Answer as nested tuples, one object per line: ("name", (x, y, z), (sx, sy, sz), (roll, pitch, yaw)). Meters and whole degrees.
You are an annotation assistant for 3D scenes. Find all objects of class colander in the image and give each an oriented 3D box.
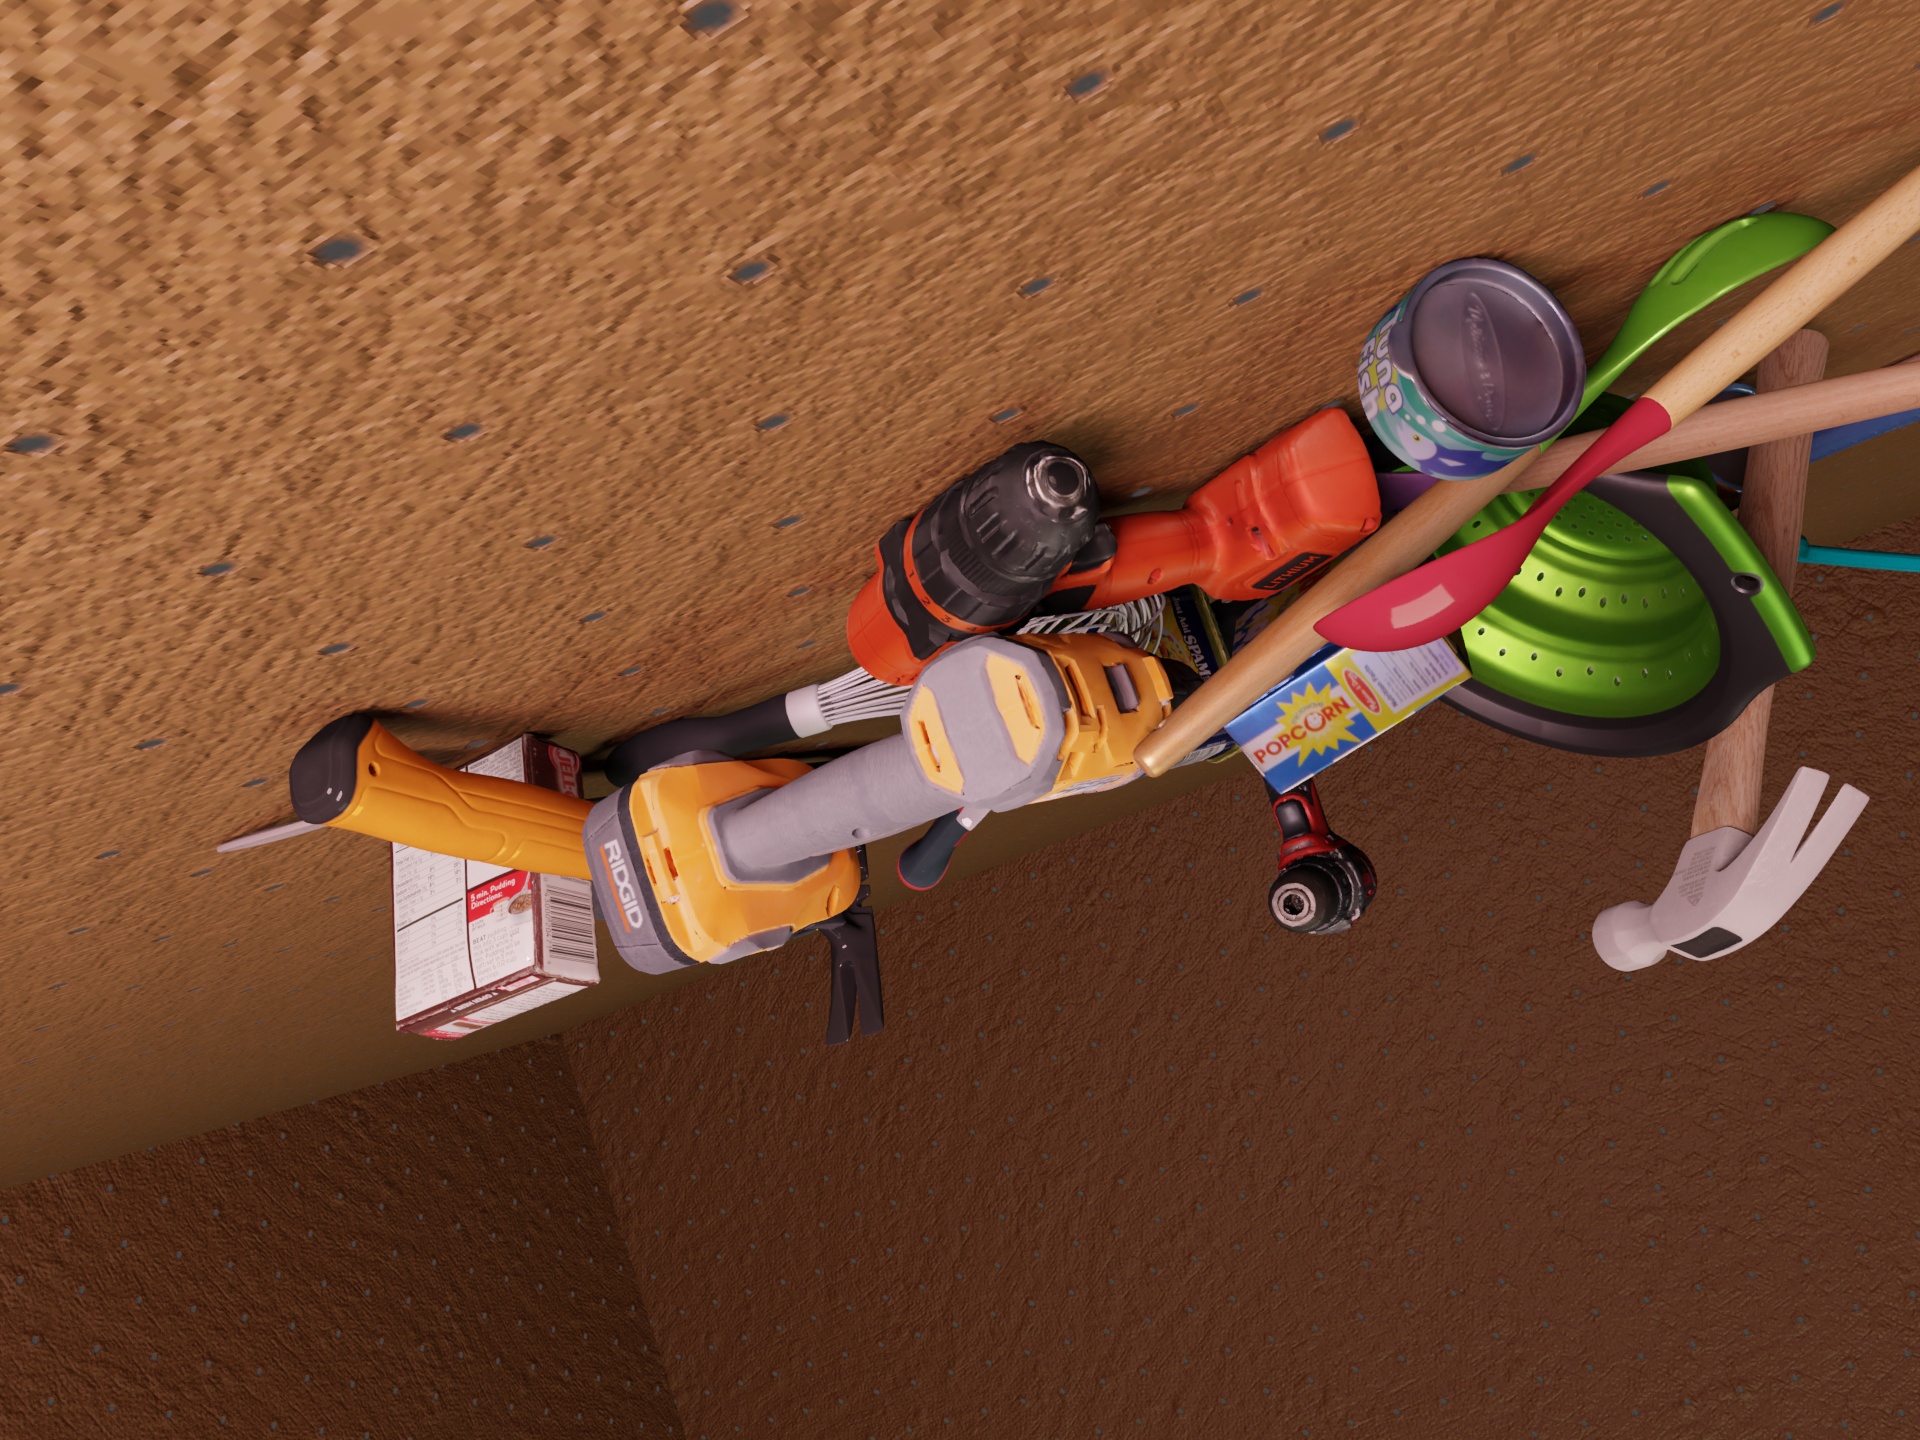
("colander", (0.233, -0.080, 0.798), (0.094, 0.204, 0.397), (-53, -157, -22))

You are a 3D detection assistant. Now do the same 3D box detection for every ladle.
("ladle", (0.247, -0.117, 0.526), (0.315, 0.031, 0.069), (-39, 175, -4))

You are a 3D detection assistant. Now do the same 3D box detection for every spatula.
("spatula", (0.226, -0.098, 0.621), (0.059, 0.018, 0.316), (30, 160, -30))

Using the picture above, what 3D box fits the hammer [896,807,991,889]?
("hammer", (-0.001, 0.061, 1.035), (0.143, 0.038, 0.386), (-46, 176, -23))

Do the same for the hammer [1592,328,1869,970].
("hammer", (0.371, -0.047, 0.741), (0.031, 0.331, 0.130), (23, 158, -7))

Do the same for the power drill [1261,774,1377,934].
("power drill", (0.230, 0.048, 1.150), (0.080, 0.227, 0.188), (-23, 171, 22))

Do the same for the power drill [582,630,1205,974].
("power drill", (-0.015, 0.025, 0.645), (0.226, 0.084, 0.185), (-24, 171, 28))

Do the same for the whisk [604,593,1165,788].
("whisk", (-0.041, -0.014, 0.743), (0.284, 0.070, 0.070), (-17, 173, 15))

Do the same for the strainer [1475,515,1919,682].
("strainer", (0.440, -0.061, 0.925), (0.340, 0.095, 0.211), (6, -175, 14))

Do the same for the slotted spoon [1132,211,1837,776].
("slotted spoon", (0.184, -0.085, 0.569), (0.314, 0.031, 0.070), (-40, -175, -3))

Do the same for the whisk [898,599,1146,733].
("whisk", (-0.001, -0.003, 0.824), (0.059, 0.058, 0.246), (31, 129, -30))

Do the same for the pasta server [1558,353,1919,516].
("pasta server", (0.508, -0.167, 1.075), (0.316, 0.040, 0.060), (-26, 158, 32))

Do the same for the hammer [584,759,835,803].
("hammer", (-0.127, 0.044, 0.926), (0.128, 0.033, 0.331), (-7, 180, 26))

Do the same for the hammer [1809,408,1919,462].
("hammer", (0.507, -0.152, 1.174), (0.405, 0.035, 0.144), (-26, 170, 34))

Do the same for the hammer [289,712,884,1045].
("hammer", (-0.140, 0.065, 0.688), (0.034, 0.127, 0.336), (-19, 157, 26))

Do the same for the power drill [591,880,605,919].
("power drill", (-0.172, 0.106, 1.078), (0.171, 0.080, 0.223), (-3, 173, 15))

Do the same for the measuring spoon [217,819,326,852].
("measuring spoon", (-0.272, 0.036, 0.672), (0.124, 0.018, 0.034), (-16, 176, 25))
